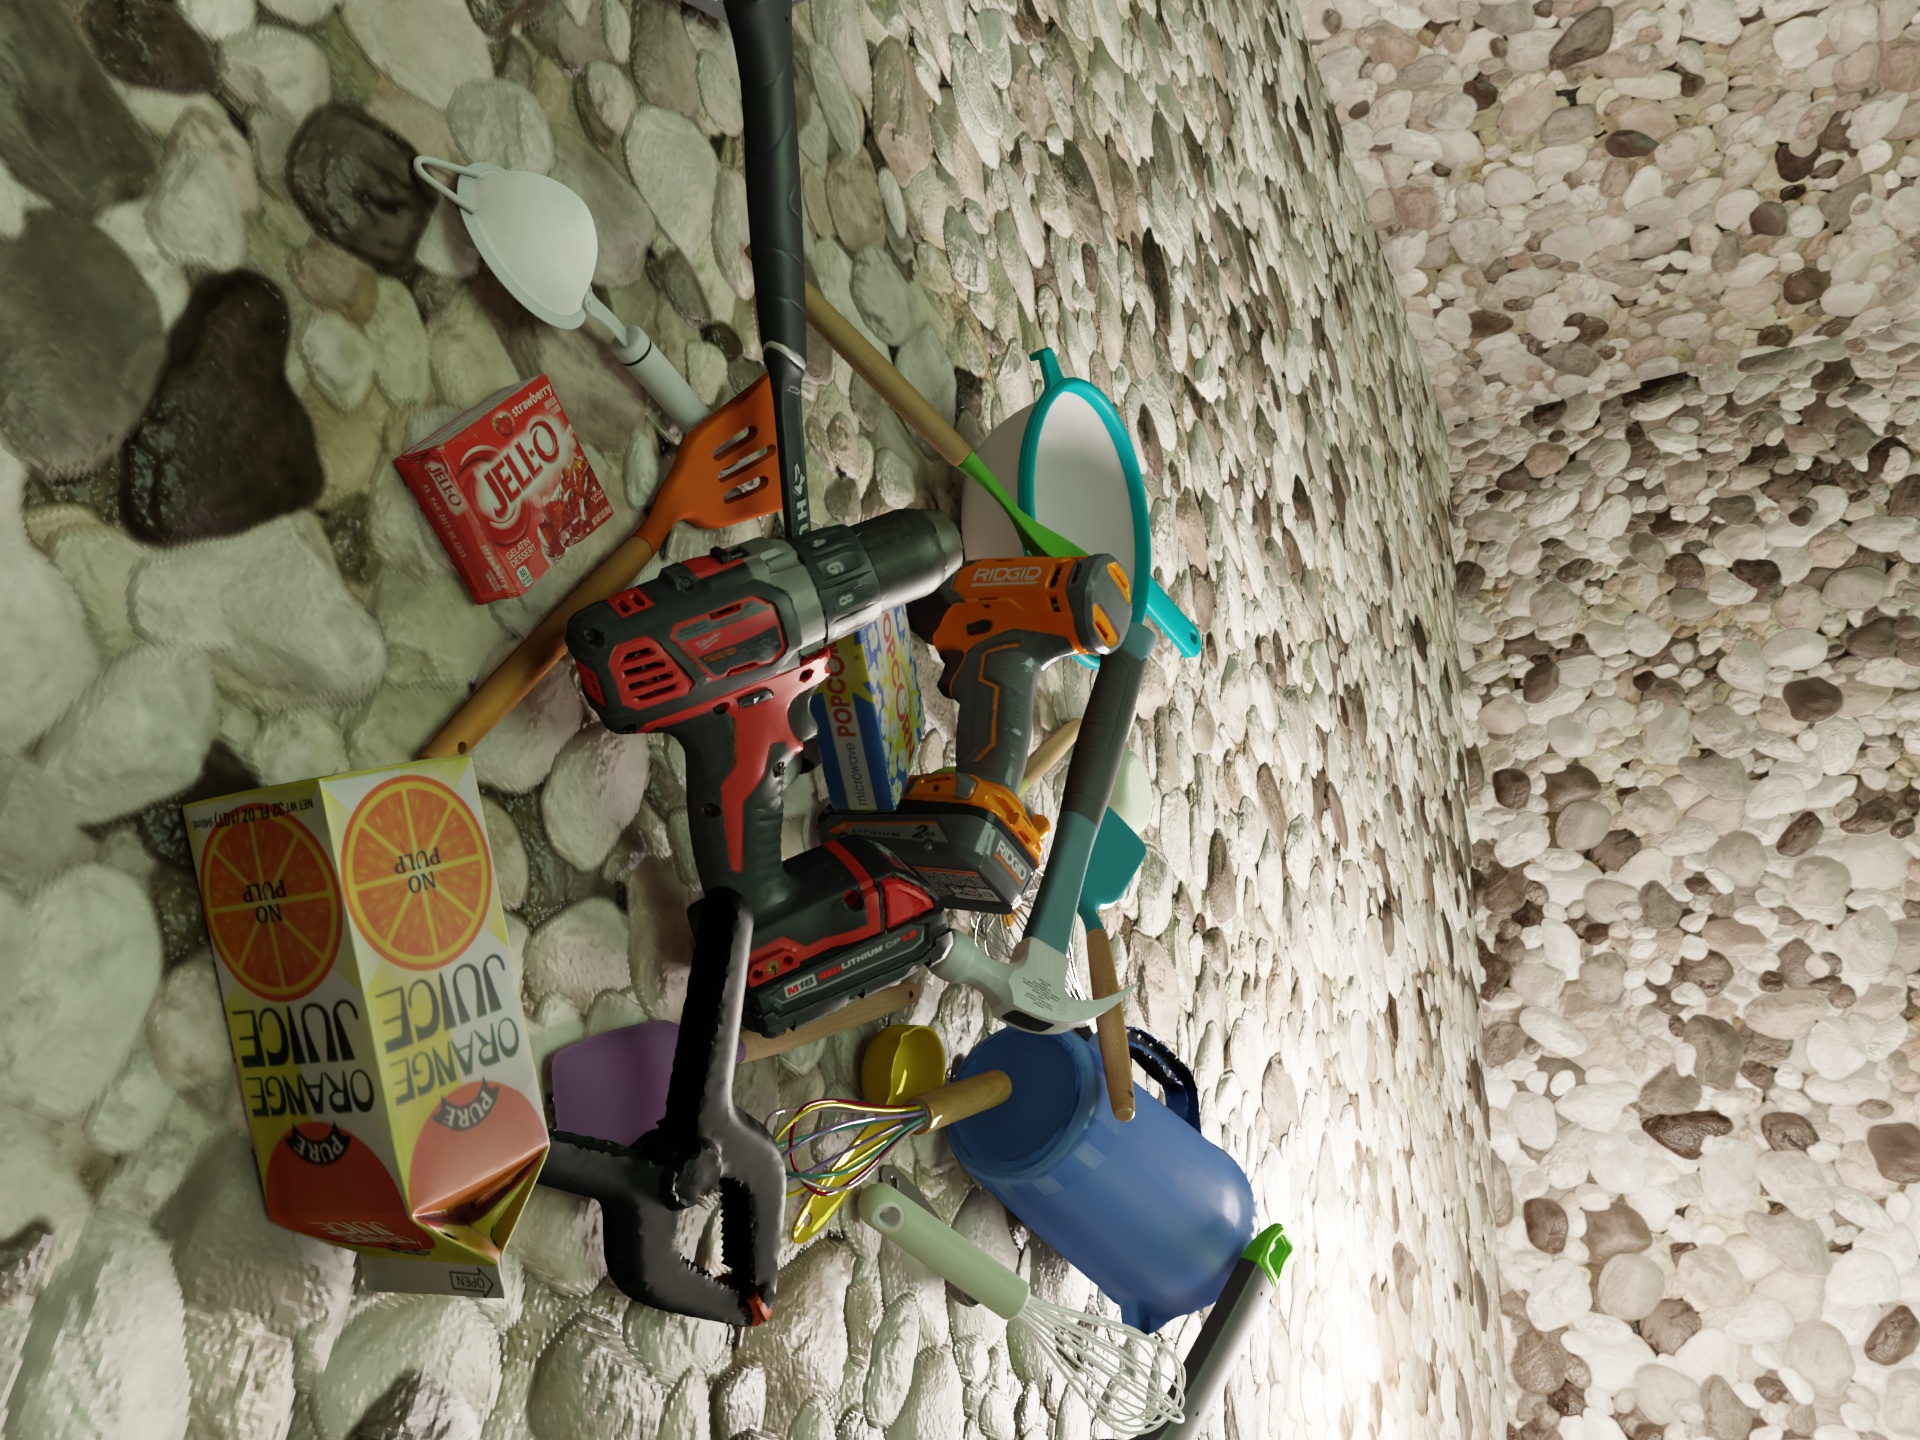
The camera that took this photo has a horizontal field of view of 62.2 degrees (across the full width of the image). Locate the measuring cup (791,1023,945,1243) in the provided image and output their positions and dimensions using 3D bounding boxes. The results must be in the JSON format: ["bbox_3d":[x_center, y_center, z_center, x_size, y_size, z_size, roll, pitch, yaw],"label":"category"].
[{"bbox_3d":[-0.059,0.232,0.896,0.156,0.029,0.062,-47,127,-44],"label":"measuring cup"}]

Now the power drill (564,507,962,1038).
[{"bbox_3d":[-0.068,0.017,0.761,0.188,0.080,0.226,-23,117,-19],"label":"power drill"}]

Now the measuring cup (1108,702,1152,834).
[{"bbox_3d":[0.144,0.031,1.345,0.083,0.038,0.168,62,33,-32],"label":"measuring cup"}]

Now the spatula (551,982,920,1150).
[{"bbox_3d":[-0.102,0.169,0.827,0.315,0.018,0.060,-2,84,-62],"label":"spatula"}]

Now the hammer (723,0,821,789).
[{"bbox_3d":[-0.088,-0.173,0.842,0.149,0.036,0.408,-40,132,-60],"label":"hammer"}]

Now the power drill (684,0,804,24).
[{"bbox_3d":[-0.164,-0.527,0.883,0.185,0.084,0.226,-11,87,-63],"label":"power drill"}]

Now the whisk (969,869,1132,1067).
[{"bbox_3d":[0.073,0.193,1.135,0.284,0.070,0.070,58,34,-47],"label":"whisk"}]

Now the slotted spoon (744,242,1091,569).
[{"bbox_3d":[-0.017,-0.183,0.996,0.313,0.031,0.070,43,15,-18],"label":"slotted spoon"}]

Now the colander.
[{"bbox_3d":[0.138,0.483,0.964,0.397,0.094,0.204,-50,127,-31],"label":"colander"}]

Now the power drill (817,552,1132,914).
[{"bbox_3d":[-0.002,-0.003,0.963,0.084,0.164,0.227,51,51,-45],"label":"power drill"}]

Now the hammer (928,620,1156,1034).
[{"bbox_3d":[0.078,0.055,1.030,0.128,0.033,0.331,34,49,-16],"label":"hammer"}]

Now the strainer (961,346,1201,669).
[{"bbox_3d":[0.088,-0.118,1.221,0.340,0.095,0.211,36,55,-55],"label":"strainer"}]

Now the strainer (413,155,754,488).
[{"bbox_3d":[-0.169,-0.196,0.801,0.258,0.050,0.087,49,26,-52],"label":"strainer"}]

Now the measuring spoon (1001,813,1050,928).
[{"bbox_3d":[0.049,0.109,1.158,0.021,0.011,0.117,64,30,-29],"label":"measuring spoon"}]

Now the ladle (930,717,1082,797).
[{"bbox_3d":[0.036,0.041,1.139,0.320,0.062,0.078,-37,112,-69],"label":"ladle"}]

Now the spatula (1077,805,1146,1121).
[{"bbox_3d":[0.101,0.152,1.063,0.082,0.044,0.318,43,19,-19],"label":"spatula"}]

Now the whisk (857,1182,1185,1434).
[{"bbox_3d":[0.038,0.340,0.922,0.246,0.058,0.059,39,-3,-14],"label":"whisk"}]

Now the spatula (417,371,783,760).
[{"bbox_3d":[-0.159,-0.072,0.771,0.323,0.041,0.081,-61,149,-50],"label":"spatula"}]

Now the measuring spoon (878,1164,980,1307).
[{"bbox_3d":[-0.021,0.308,0.953,0.124,0.018,0.034,57,34,-26],"label":"measuring spoon"}]

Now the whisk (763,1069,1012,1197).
[{"bbox_3d":[-0.033,0.217,0.869,0.245,0.051,0.047,4,80,-60],"label":"whisk"}]
